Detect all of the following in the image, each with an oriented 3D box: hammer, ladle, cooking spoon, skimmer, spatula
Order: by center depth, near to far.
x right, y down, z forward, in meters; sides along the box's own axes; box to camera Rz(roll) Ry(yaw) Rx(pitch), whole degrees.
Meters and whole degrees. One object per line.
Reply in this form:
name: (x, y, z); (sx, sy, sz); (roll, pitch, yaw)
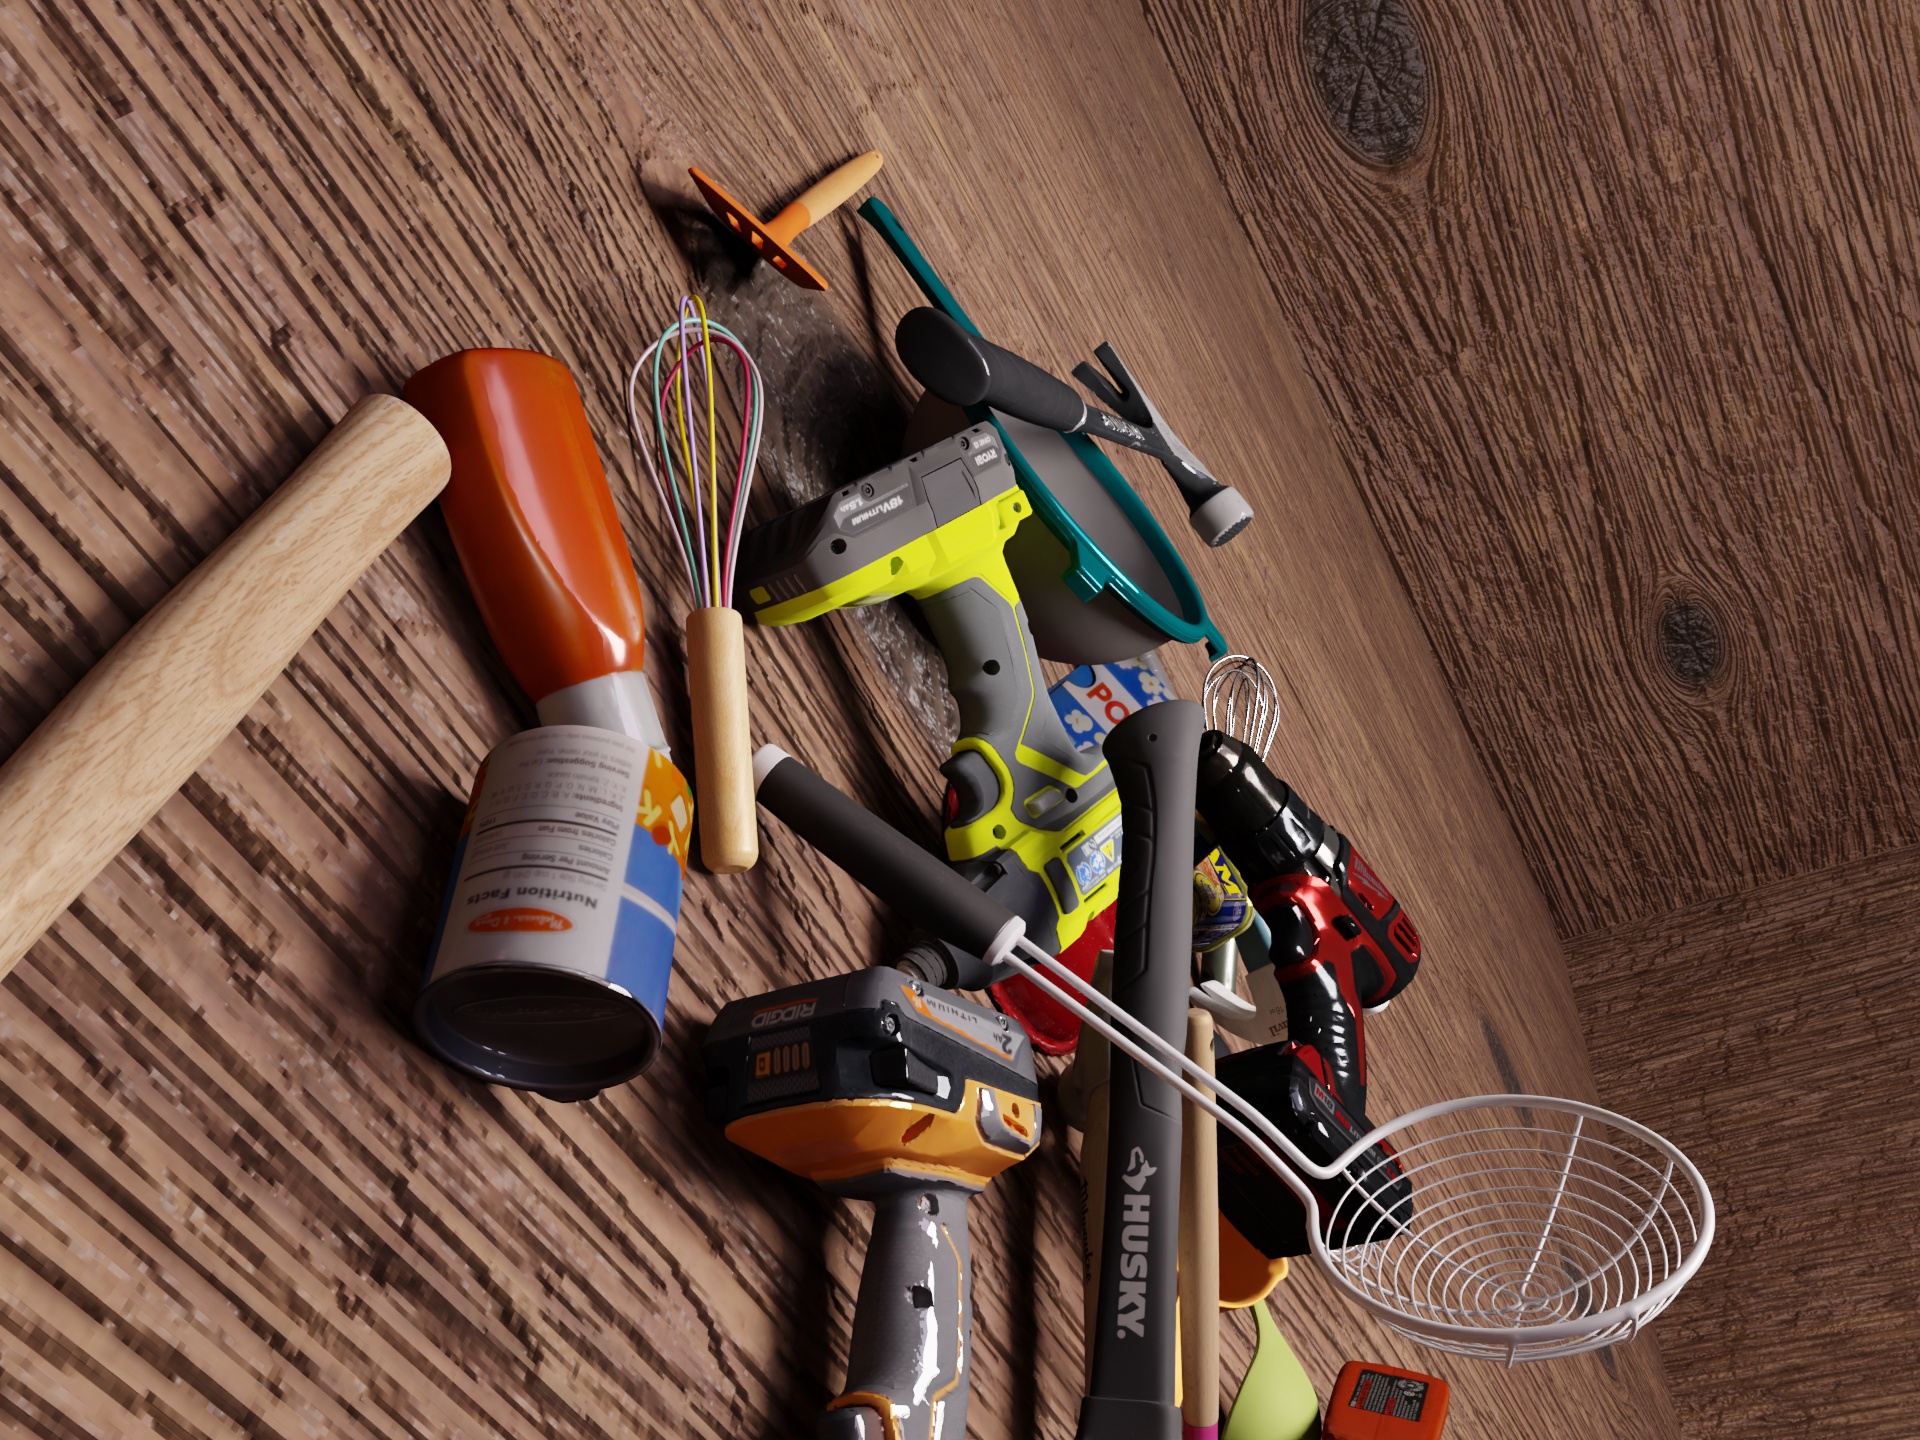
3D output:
hammer: (-0.194, 0.008, 0.356); (0.130, 0.031, 0.332); (57, 25, -28)
skimmer: (0.076, 0.094, 0.564); (0.363, 0.090, 0.127); (34, 36, 14)
hammer: (0.061, 0.292, 0.619); (0.146, 0.038, 0.411); (96, -2, -52)
hammer: (0.079, 0.142, 0.627); (0.035, 0.146, 0.335); (60, 32, -57)
cooking spoon: (0.104, 0.279, 0.691); (0.068, 0.017, 0.319); (-18, 108, -61)
hammer: (0.061, -0.169, 0.854); (0.149, 0.036, 0.409); (54, 19, 11)
spatula: (-0.076, -0.284, 0.861); (0.081, 0.041, 0.323); (40, 28, -11)
ladle: (0.128, 0.258, 0.877); (0.078, 0.062, 0.320); (54, 19, -54)
hammer: (0.149, 0.047, 1.005); (0.033, 0.128, 0.331); (-8, 69, -42)

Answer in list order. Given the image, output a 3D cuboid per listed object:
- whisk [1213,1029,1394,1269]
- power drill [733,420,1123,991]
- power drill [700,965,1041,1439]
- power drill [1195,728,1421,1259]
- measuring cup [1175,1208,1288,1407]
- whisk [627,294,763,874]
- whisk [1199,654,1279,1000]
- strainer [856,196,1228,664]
whisk: (0.205, 0.269, 1.017); (0.284, 0.070, 0.070); (49, 30, -30)
power drill: (-0.001, -0.002, 0.700); (0.171, 0.080, 0.223); (-33, 103, -39)
power drill: (-0.035, 0.197, 0.500); (0.185, 0.084, 0.226); (34, 45, -52)
power drill: (0.160, 0.128, 0.800); (0.187, 0.080, 0.227); (48, 37, -22)
measuring cup: (0.096, 0.275, 0.757); (0.095, 0.052, 0.174); (43, 45, -11)
whisk: (-0.098, -0.059, 0.624); (0.051, 0.047, 0.245); (17, 59, -48)
whisk: (0.183, 0.072, 1.075); (0.059, 0.058, 0.246); (13, 73, -18)
strainer: (0.003, -0.152, 0.890); (0.341, 0.095, 0.210); (58, 20, 23)
